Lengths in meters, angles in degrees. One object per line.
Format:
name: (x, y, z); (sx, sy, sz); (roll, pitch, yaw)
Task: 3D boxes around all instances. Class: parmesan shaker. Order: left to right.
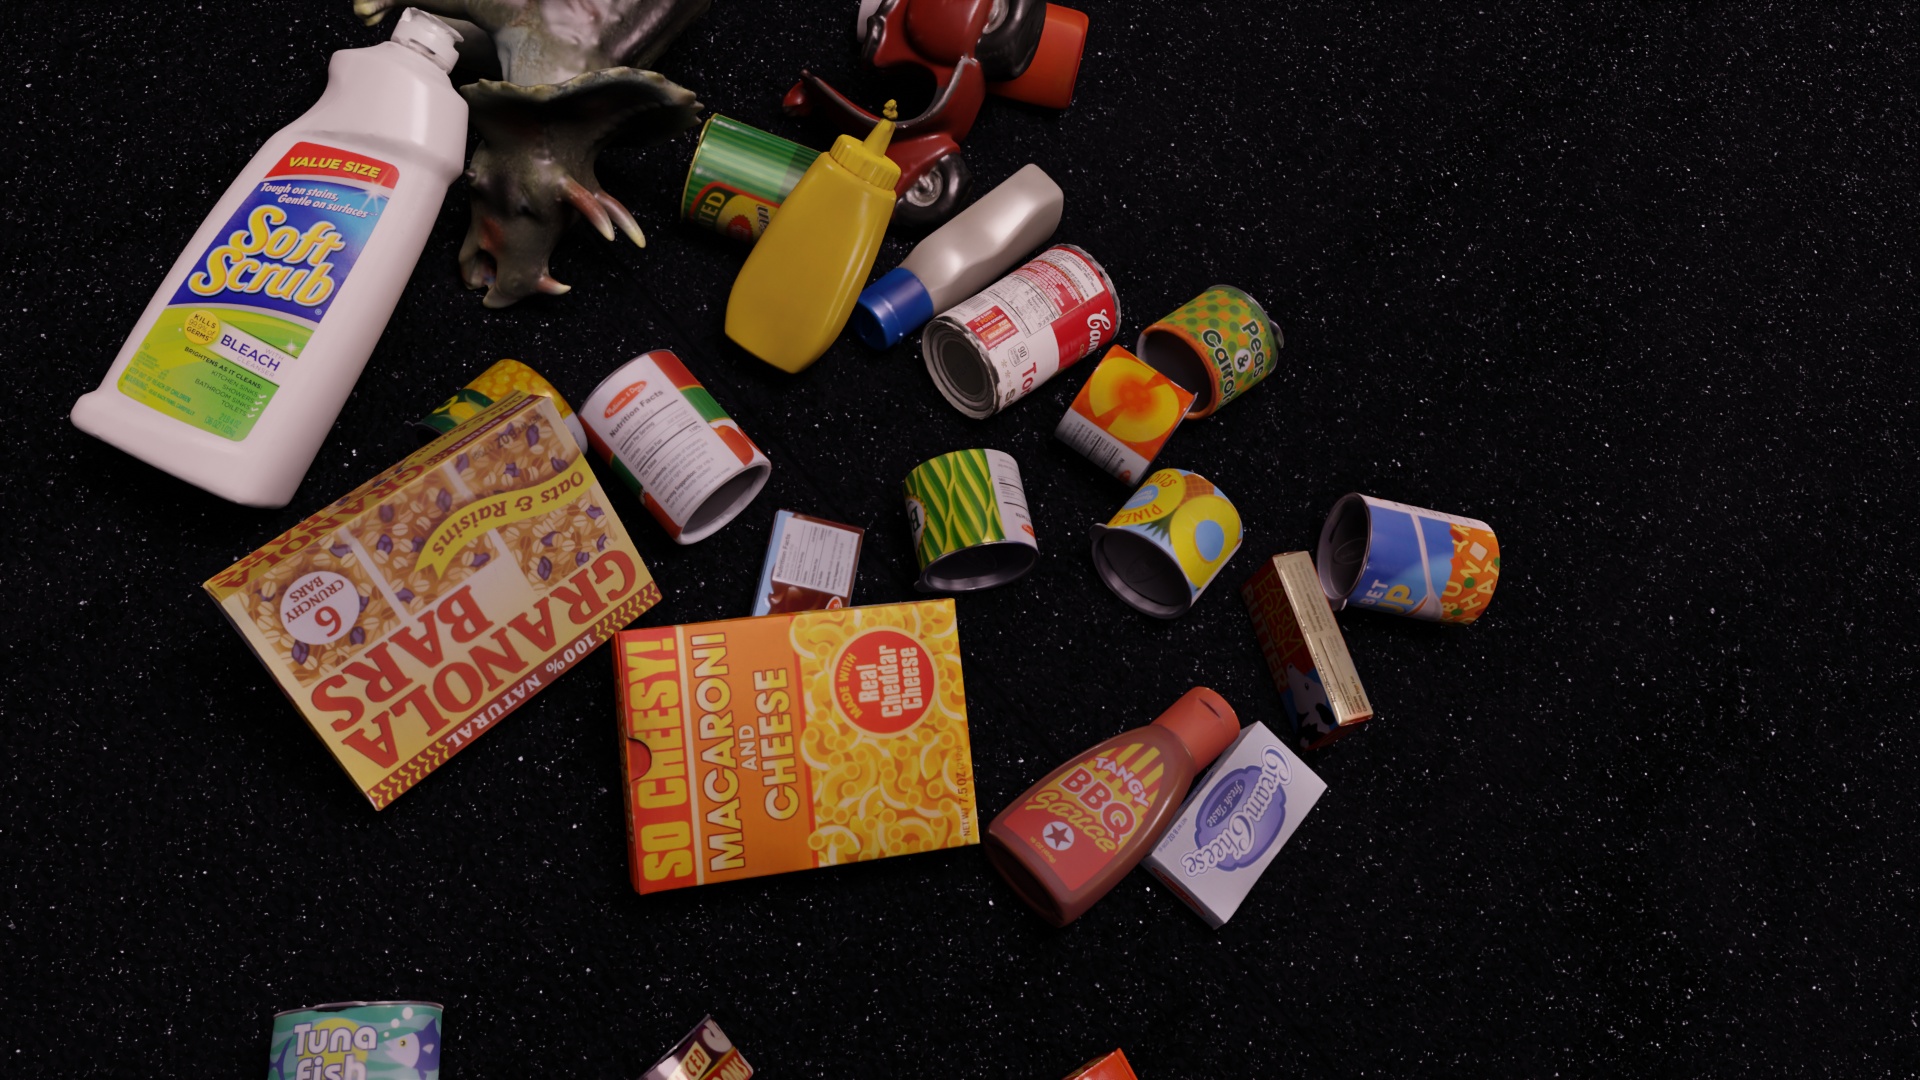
parmesan shaker: (-0.105, -0.204, 0.821); (0.103, 0.071, 0.071); (19, 61, -6)

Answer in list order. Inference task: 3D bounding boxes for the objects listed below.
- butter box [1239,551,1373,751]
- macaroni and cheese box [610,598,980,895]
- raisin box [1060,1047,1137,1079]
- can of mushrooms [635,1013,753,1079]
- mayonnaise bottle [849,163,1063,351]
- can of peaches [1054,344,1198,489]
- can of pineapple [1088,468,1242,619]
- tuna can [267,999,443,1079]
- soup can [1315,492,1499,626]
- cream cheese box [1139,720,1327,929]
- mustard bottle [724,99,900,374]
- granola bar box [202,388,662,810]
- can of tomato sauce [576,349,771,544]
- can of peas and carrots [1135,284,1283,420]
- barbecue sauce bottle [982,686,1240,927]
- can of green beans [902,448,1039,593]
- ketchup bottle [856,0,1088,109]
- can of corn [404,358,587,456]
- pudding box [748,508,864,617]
butter box: (0.194, 0.062, 0.784); (0.024, 0.053, 0.104); (-10, 67, -17)
macaroni and cheese box: (-0.080, 0.097, 0.679); (0.167, 0.040, 0.123); (-5, 85, -18)
raisin box: (0.040, 0.303, 0.631); (0.124, 0.040, 0.086); (-23, 72, -25)
can of mushrooms: (-0.124, 0.239, 0.599); (0.071, 0.070, 0.033); (-37, 81, -27)
mayonnaise bottle: (-0.003, -0.169, 0.839); (0.149, 0.064, 0.041); (-39, 81, -24)
can of peaches: (0.097, -0.075, 0.817); (0.058, 0.071, 0.071); (34, 61, 3)
can of pineapple: (0.116, 0.000, 0.784); (0.071, 0.070, 0.058); (41, 61, 6)
tuna can: (-0.251, 0.212, 0.577); (0.071, 0.070, 0.033); (1, 66, -15)
soup can: (0.262, 0.015, 0.819); (0.084, 0.071, 0.071); (12, 62, -10)
cream cheese box: (0.147, 0.151, 0.743); (0.053, 0.024, 0.104); (43, 62, 6)
mustard bottle: (-0.072, -0.171, 0.772); (0.065, 0.159, 0.049); (32, 20, -3)
granola bar box: (-0.239, 0.024, 0.652); (0.166, 0.039, 0.123); (-40, 123, -28)
can of tomato sauce: (-0.151, -0.049, 0.737); (0.071, 0.071, 0.083); (-38, 80, -27)
can of peas and carrots: (0.152, -0.114, 0.849); (0.059, 0.070, 0.071); (-34, 77, -26)
barbecue sauce bottle: (0.084, 0.132, 0.724); (0.149, 0.043, 0.065); (-34, 62, -27)
can of green beans: (0.005, -0.010, 0.760); (0.071, 0.071, 0.058); (-5, 66, -18)
ketchup bottle: (0.007, -0.334, 0.924); (0.149, 0.064, 0.044); (13, 42, 0)
can of corn: (-0.237, -0.052, 0.713); (0.071, 0.071, 0.058); (40, 61, 6)
pudding box: (-0.084, 0.029, 0.736); (0.050, 0.030, 0.084); (14, 62, -10)
